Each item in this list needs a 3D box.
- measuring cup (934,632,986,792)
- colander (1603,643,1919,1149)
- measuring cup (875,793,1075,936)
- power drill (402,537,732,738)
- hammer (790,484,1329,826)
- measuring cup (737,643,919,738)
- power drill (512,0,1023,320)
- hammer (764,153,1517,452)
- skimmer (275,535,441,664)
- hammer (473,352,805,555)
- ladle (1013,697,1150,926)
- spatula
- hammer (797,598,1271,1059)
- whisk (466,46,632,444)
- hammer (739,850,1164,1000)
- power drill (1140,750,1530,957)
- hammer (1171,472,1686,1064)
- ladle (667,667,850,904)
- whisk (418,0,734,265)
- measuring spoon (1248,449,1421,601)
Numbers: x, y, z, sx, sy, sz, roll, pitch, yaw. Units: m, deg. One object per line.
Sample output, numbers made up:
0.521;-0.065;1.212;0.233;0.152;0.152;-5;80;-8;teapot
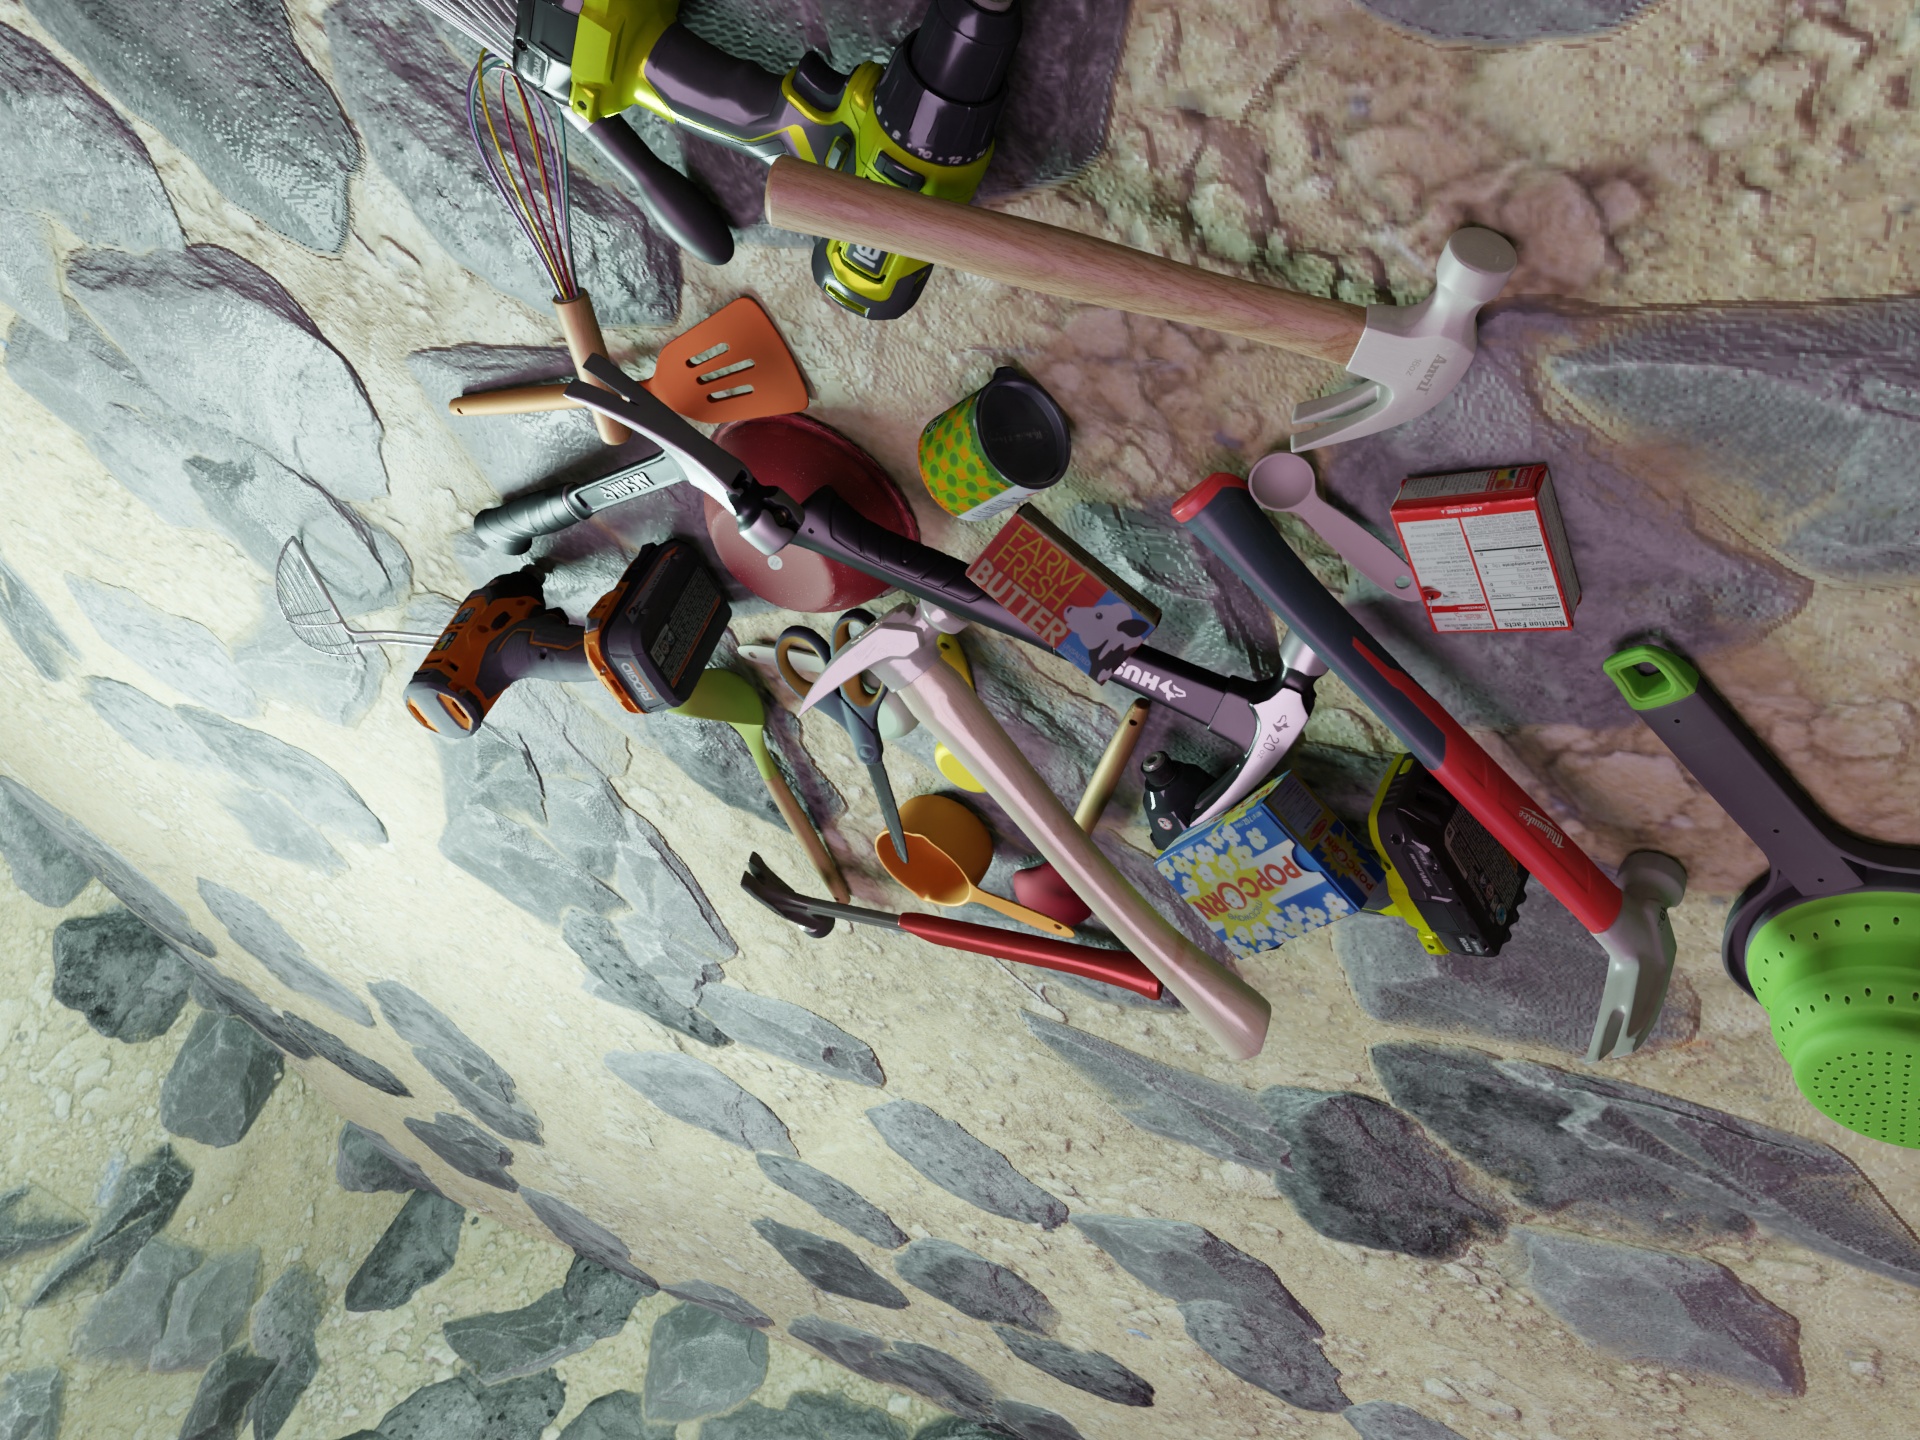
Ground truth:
-0.002;-0.004;1.129;0.062;0.029;0.156;13;144;25;measuring cup
0.467;0.117;0.852;0.397;0.094;0.204;42;145;-16;colander
0.020;0.115;1.242;0.174;0.052;0.095;23;145;16;measuring cup
-0.289;-0.069;1.183;0.226;0.164;0.084;-6;133;26;power drill
0.045;-0.054;0.956;0.335;0.035;0.146;24;123;5;hammer
-0.100;-0.028;1.168;0.168;0.038;0.083;11;142;24;measuring cup
-0.087;-0.314;0.753;0.228;0.080;0.190;31;147;-4;power drill
0.072;-0.204;0.738;0.331;0.031;0.130;14;147;0;hammer
-0.437;-0.090;1.369;0.363;0.090;0.127;7;138;17;skimmer
-0.253;-0.150;1.057;0.149;0.036;0.409;39;160;-26;hammer
0.092;0.076;1.165;0.069;0.031;0.315;27;145;6;ladle
-0.236;-0.220;1.045;0.323;0.041;0.080;6;138;40;spatula
0.067;0.091;1.101;0.146;0.038;0.410;-34;105;30;hammer
-0.234;-0.272;0.933;0.047;0.051;0.244;-125;17;-47;whisk
-0.004;0.175;1.323;0.359;0.037;0.149;8;158;23;hammer
0.228;0.081;1.017;0.223;0.080;0.171;-4;133;46;power drill
0.254;0.018;0.871;0.386;0.143;0.038;43;141;-10;hammer
-0.155;0.070;1.328;0.078;0.062;0.319;10;144;29;ladle
-0.222;-0.347;0.835;0.070;0.070;0.284;-12;133;46;whisk
0.204;-0.104;0.851;0.124;0.018;0.034;36;125;-18;measuring spoon
